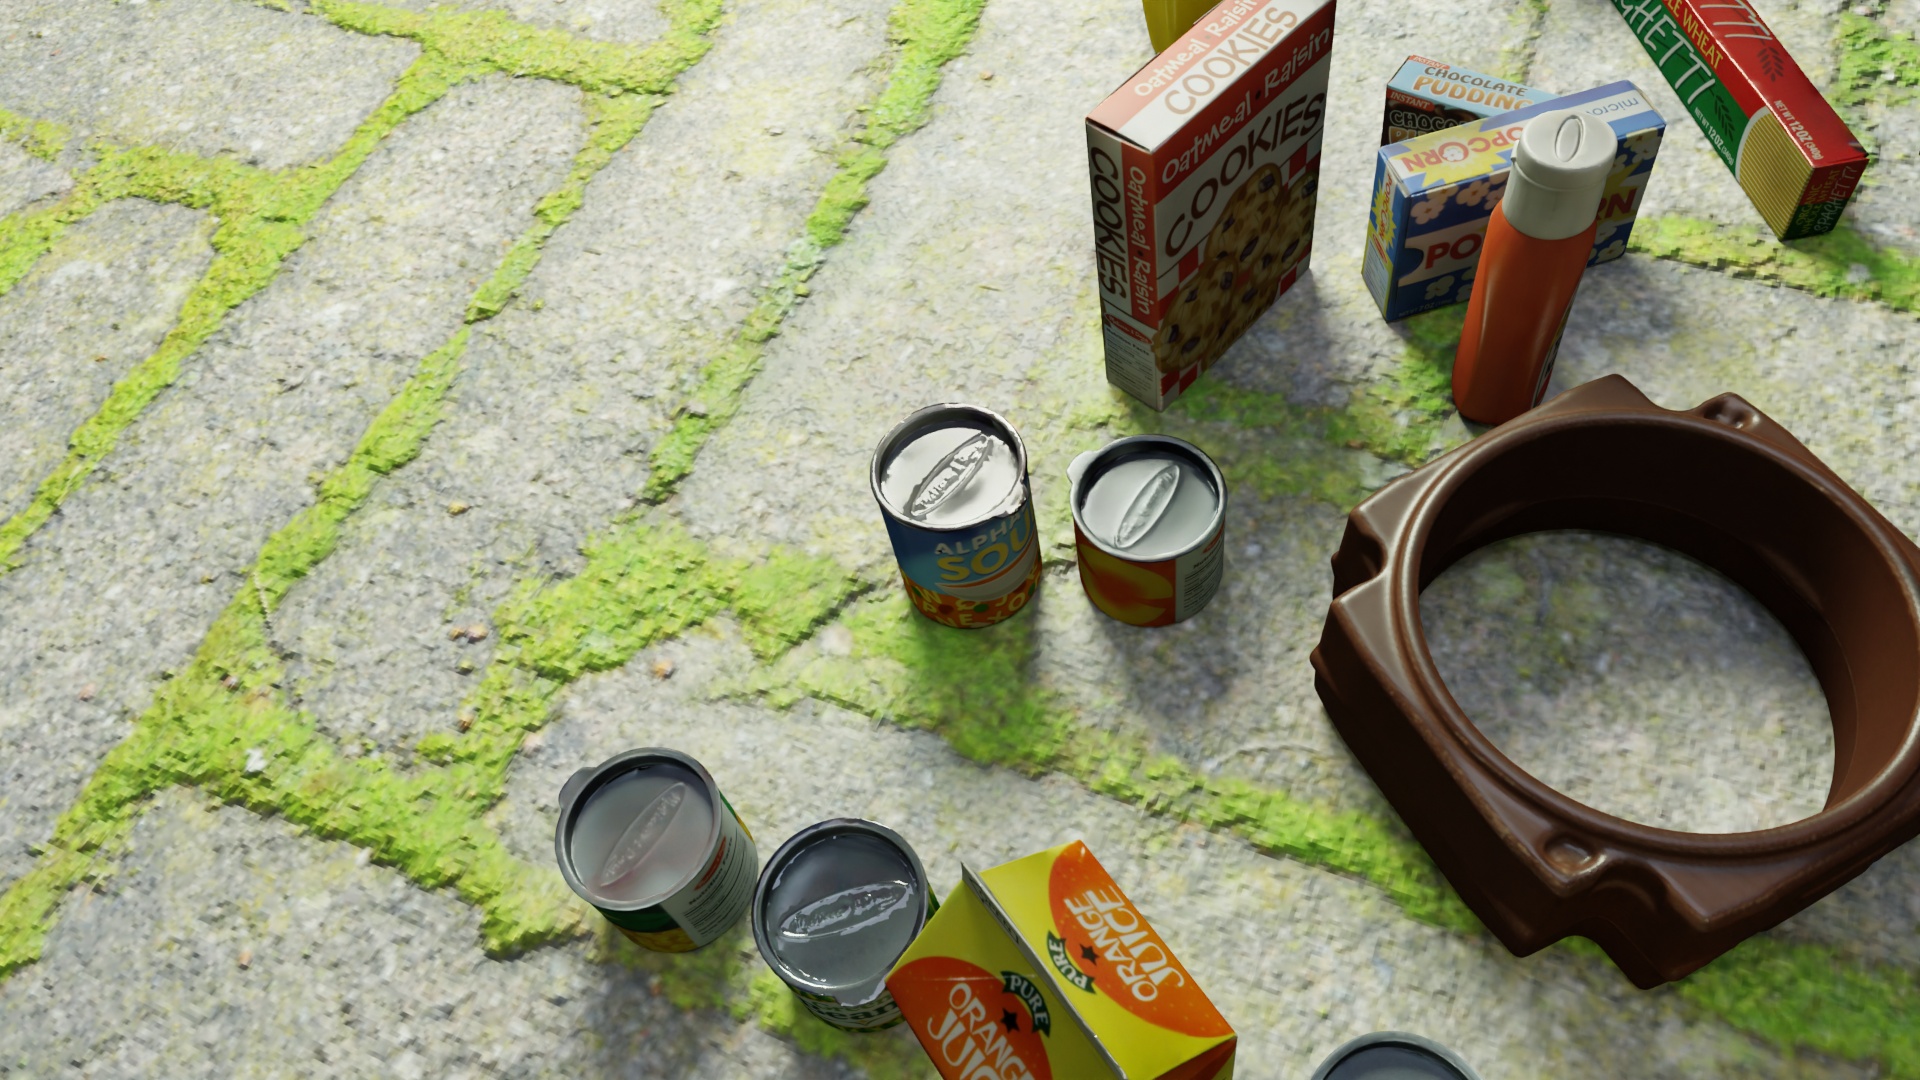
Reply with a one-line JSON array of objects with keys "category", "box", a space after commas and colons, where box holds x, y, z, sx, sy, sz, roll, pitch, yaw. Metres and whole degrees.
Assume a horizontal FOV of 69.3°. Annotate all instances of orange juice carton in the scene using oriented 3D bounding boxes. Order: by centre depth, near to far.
[{"category": "orange juice carton", "box": [0.034, 0.158, 0.427, 0.073, 0.191, 0.072, -33, 58, -12]}]

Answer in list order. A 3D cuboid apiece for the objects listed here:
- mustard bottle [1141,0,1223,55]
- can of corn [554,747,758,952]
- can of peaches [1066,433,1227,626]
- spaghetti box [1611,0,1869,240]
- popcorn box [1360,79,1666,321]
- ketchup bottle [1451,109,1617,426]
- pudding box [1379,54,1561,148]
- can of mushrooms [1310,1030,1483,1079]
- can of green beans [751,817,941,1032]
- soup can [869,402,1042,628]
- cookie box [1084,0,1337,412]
[{"category": "mustard bottle", "box": [0.125, -0.339, 0.764, 0.049, 0.159, 0.065, -16, 56, -1]}, {"category": "can of corn", "box": [-0.122, 0.124, 0.557, 0.071, 0.058, 0.071, -4, 56, 7]}, {"category": "can of peaches", "box": [0.081, -0.005, 0.610, 0.071, 0.057, 0.071, -4, 56, 7]}, {"category": "spaghetti box", "box": [0.396, -0.263, 0.736, 0.029, 0.050, 0.251, -12, 55, 2]}, {"category": "popcorn box", "box": [0.262, -0.162, 0.669, 0.127, 0.084, 0.038, -16, 56, -1]}, {"category": "ketchup bottle", "box": [0.247, -0.117, 0.603, 0.043, 0.148, 0.065, 14, 60, 18]}, {"category": "pudding box", "box": [0.266, -0.217, 0.727, 0.084, 0.049, 0.030, 28, 65, 25]}, {"category": "can of mushrooms", "box": [0.150, 0.207, 0.472, 0.071, 0.033, 0.071, -4, 56, 7]}, {"category": "can of green beans", "box": [-0.040, 0.147, 0.528, 0.071, 0.057, 0.071, -4, 56, 7]}, {"category": "soup can", "box": [0.002, -0.008, 0.609, 0.071, 0.083, 0.072, -4, 56, 7]}, {"category": "cookie box", "box": [0.115, -0.157, 0.640, 0.040, 0.166, 0.123, 36, 69, 28]}]
